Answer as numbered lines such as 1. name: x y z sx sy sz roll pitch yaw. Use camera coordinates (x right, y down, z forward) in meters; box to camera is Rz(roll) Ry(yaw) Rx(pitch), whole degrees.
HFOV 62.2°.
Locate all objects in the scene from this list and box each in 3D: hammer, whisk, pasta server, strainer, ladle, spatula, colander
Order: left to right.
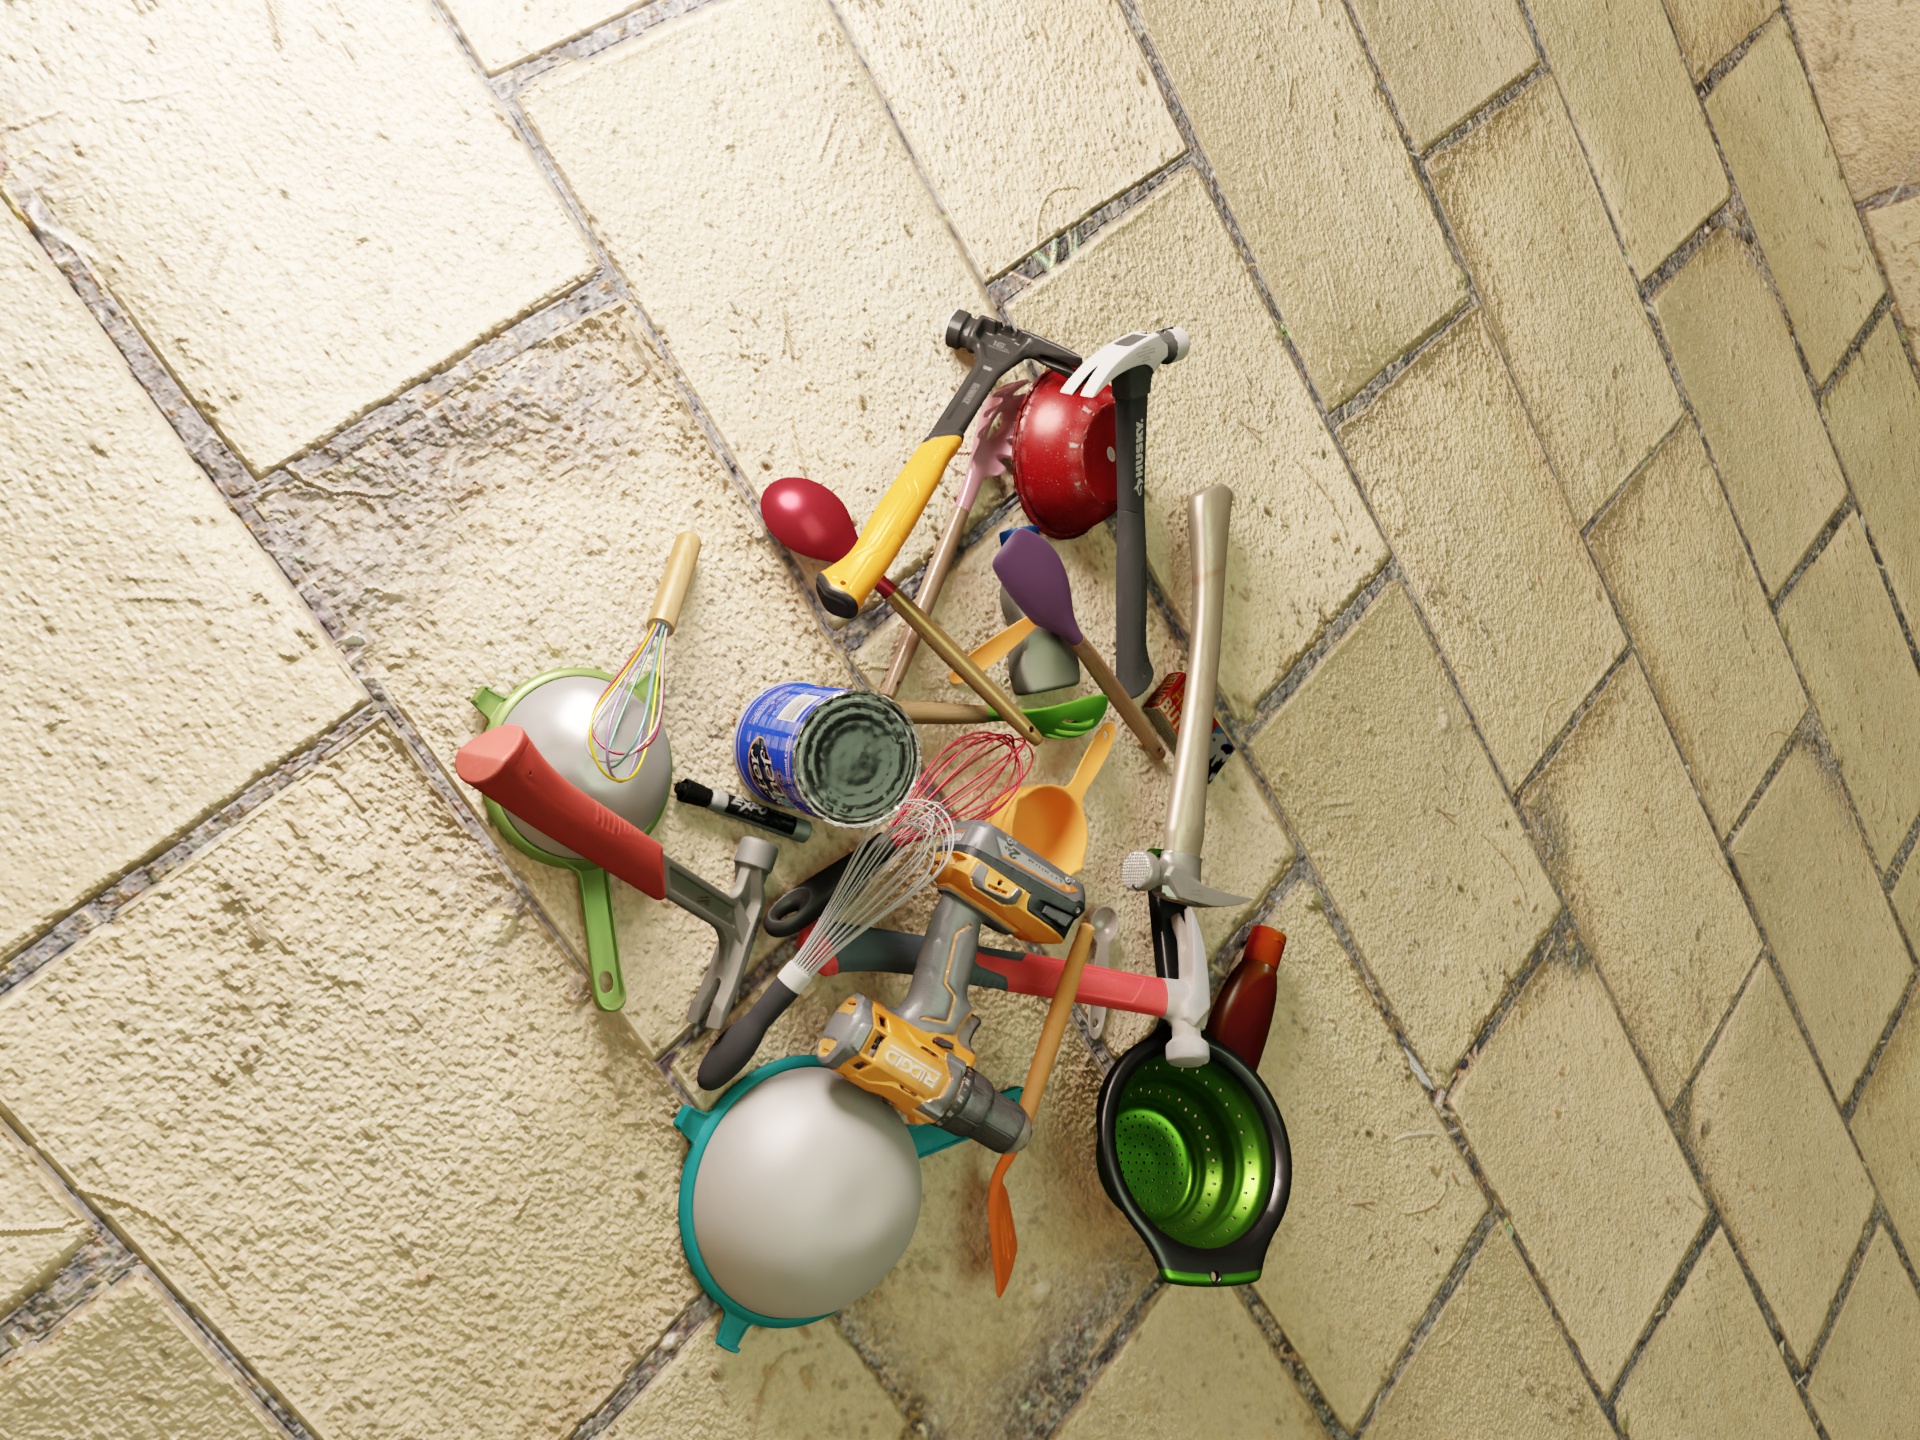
1. strainer: -0.260 0.085 1.156 0.151 0.069 0.256 -7 89 -37
2. hammer: -0.229 0.101 1.089 0.358 0.037 0.149 50 53 -60
3. whisk: -0.226 -0.055 1.160 0.047 0.051 0.245 24 46 -17
4. whisk: -0.107 0.173 1.225 0.070 0.070 0.284 42 86 -26
5. strainer: -0.054 0.359 1.270 0.340 0.095 0.211 -12 93 -35
6. whisk: -0.048 0.092 1.315 0.296 0.073 0.073 -35 107 -32
7. ladle: -0.041 -0.087 1.324 0.315 0.031 0.069 44 59 -15
8. hammer: -0.018 -0.211 1.319 0.127 0.034 0.337 23 59 12
9. pasta server: -0.003 -0.160 1.387 0.060 0.040 0.316 40 65 -45
10. hammer: 0.046 0.200 1.357 0.386 0.038 0.143 14 59 -24
11. spatula: 0.067 0.321 1.327 0.081 0.041 0.322 -33 141 -75
12. spatula: 0.117 -0.059 1.426 0.060 0.018 0.315 -52 132 -14
13. hammer: 0.150 -0.175 1.430 0.146 0.035 0.334 -27 124 -42
14. colander: 0.186 0.317 1.465 0.204 0.094 0.397 10 62 -26
15. hammer: 0.235 -0.027 1.520 0.146 0.038 0.411 18 73 -36

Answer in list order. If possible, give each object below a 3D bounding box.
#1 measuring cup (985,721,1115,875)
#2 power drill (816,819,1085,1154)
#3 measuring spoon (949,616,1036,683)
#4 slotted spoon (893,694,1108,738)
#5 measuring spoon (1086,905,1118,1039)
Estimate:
1. measuring cup: 0.084 0.069 1.424 0.095 0.052 0.174 46 60 -24
2. power drill: 0.015 0.216 1.262 0.185 0.084 0.226 34 72 -15
3. measuring spoon: 0.037 -0.070 1.397 0.117 0.011 0.021 -37 112 -2
4. slotted spoon: -0.002 -0.004 1.369 0.313 0.070 0.031 1 63 -30
5. measuring spoon: 0.124 0.231 1.466 0.034 0.018 0.124 4 90 -36
